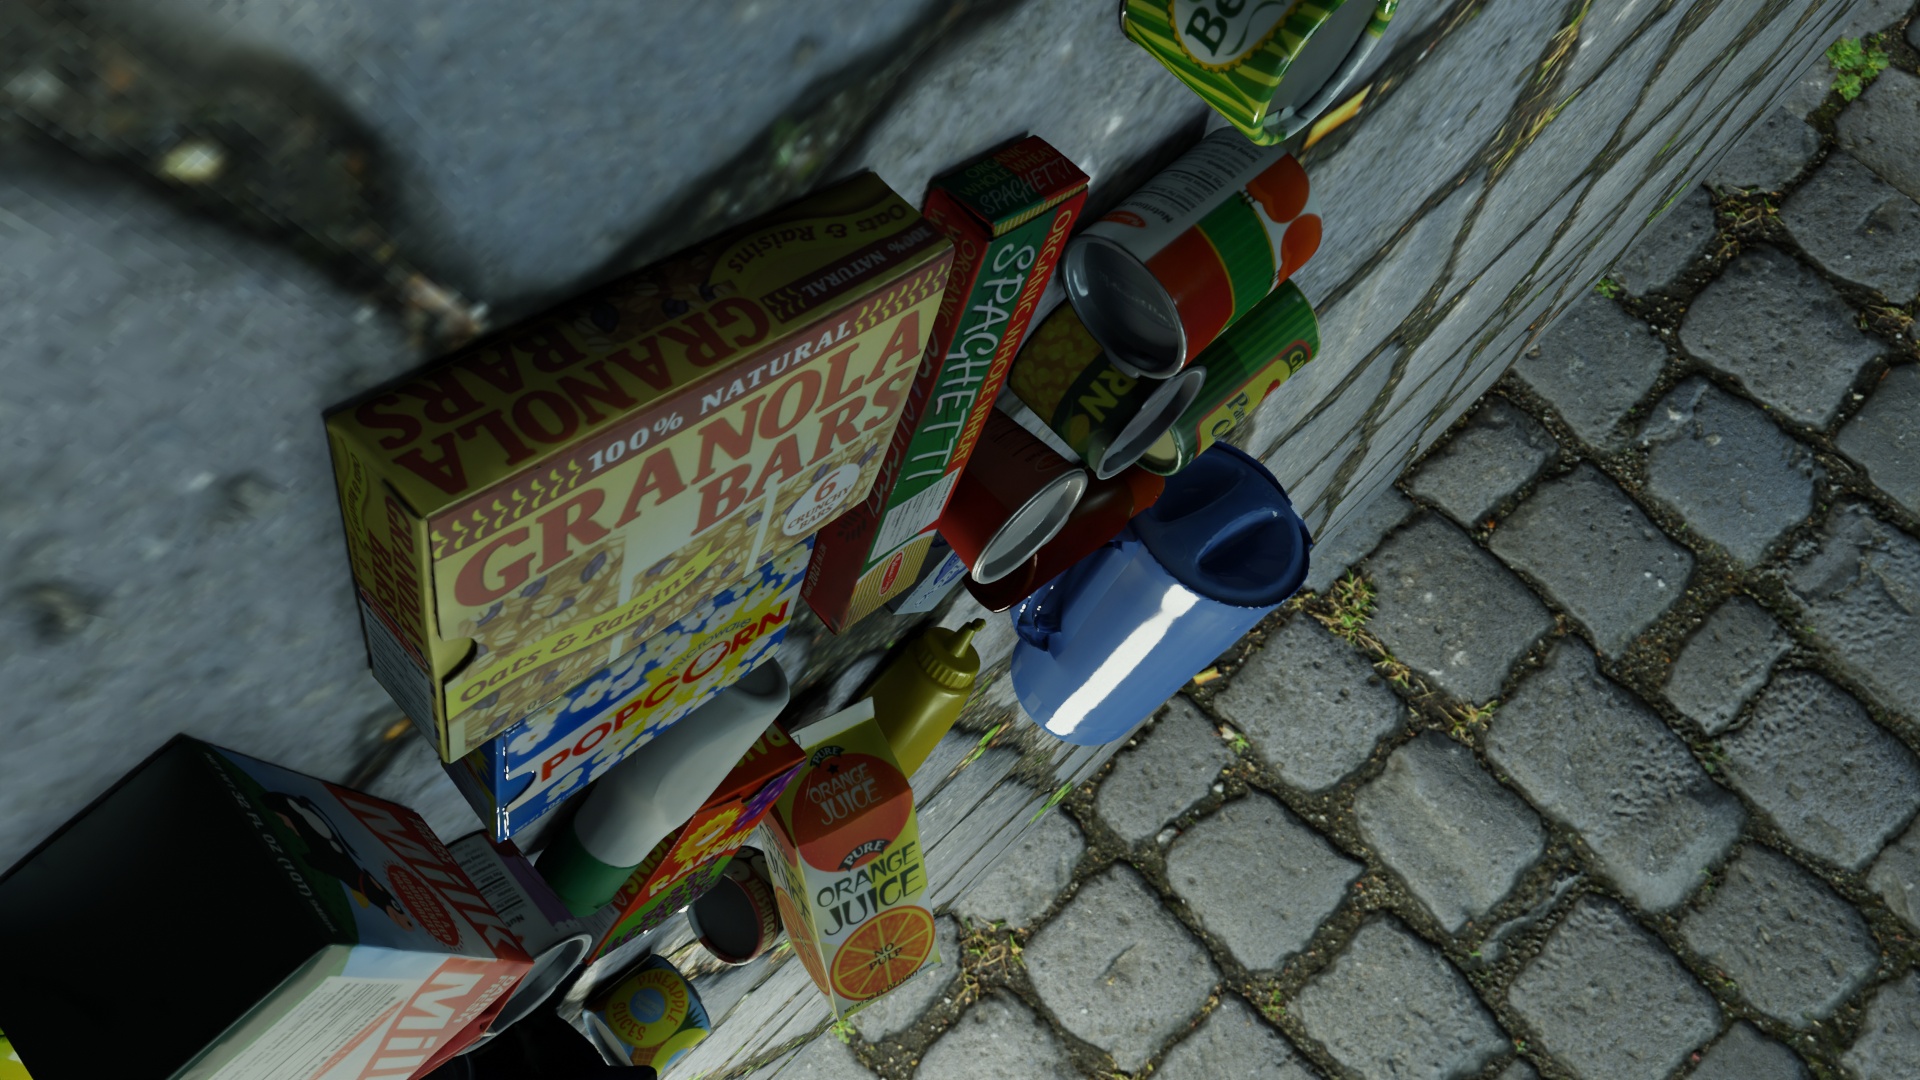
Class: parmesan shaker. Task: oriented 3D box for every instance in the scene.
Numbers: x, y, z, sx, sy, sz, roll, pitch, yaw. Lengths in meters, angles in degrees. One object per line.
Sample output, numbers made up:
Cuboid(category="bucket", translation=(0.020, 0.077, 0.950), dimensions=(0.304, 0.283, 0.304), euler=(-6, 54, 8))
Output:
Cuboid(category="parmesan shaker", translation=(0.123, -0.087, 0.709), dimensions=(0.103, 0.071, 0.071), euler=(-39, 164, -17))

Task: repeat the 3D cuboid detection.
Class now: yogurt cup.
Cuboid(category="yogurt cup", translation=(0.014, -0.023, 0.614), dimensions=(0.072, 0.054, 0.072), euler=(-41, 165, -14))

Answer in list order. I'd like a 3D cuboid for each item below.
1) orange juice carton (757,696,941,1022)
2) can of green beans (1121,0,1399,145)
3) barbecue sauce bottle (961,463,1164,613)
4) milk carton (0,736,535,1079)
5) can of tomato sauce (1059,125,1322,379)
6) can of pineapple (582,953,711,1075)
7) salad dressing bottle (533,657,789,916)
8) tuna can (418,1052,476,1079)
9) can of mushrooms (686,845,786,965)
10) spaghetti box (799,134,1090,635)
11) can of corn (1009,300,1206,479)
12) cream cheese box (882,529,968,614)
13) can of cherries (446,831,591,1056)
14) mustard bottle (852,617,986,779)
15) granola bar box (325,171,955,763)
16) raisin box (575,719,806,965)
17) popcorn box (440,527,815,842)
Cuboid(category="orange juice carton", translation=(-0.067, 0.172, 0.784), dimensions=(0.072, 0.073, 0.191), euler=(-23, 128, -22))
Cuboid(category="can of green beans", translation=(0.093, -0.166, 0.430), dimensions=(0.071, 0.058, 0.071), euler=(-41, 165, -14))
Cuboid(category="barbecue sauce bottle", translation=(0.065, -0.012, 0.799), dimensions=(0.149, 0.044, 0.064), euler=(-31, 160, -44))
Cuboid(category="milk carton", translation=(-0.196, 0.126, 0.424), dimensions=(0.073, 0.072, 0.190), euler=(-42, 164, -11))
Cuboid(category="can of tomato sauce", translation=(0.092, -0.113, 0.550), dimensions=(0.083, 0.071, 0.071), euler=(-40, 164, -19))
Cuboid(category="can of pineapple", translation=(-0.209, 0.319, 0.924), dimensions=(0.058, 0.071, 0.070), euler=(-34, 162, -35))
Cuboid(category="salad dressing bottle", translation=(-0.131, 0.102, 0.591), dimensions=(0.147, 0.044, 0.064), euler=(-49, 166, 22))
Cuboid(category="tuna can", translation=(-0.236, 0.220, 0.573), dimensions=(0.033, 0.071, 0.071), euler=(-44, 165, 1))
Cuboid(category="can of mushrooms", translation=(-0.135, 0.227, 0.861), dimensions=(0.033, 0.071, 0.070), euler=(-19, 151, -55))
Cuboid(category="spaghetti box", translation=(-0.014, -0.045, 0.527), dimensions=(0.050, 0.029, 0.248), euler=(-34, 162, -33))
Cuboid(category="can of corn", translation=(0.064, -0.071, 0.607), dimensions=(0.071, 0.058, 0.071), euler=(-41, 165, -13))
Cuboid(category="cream cheese box", translation=(0.002, -0.009, 0.681), dimensions=(0.103, 0.024, 0.053), euler=(-47, 166, 12))
Cuboid(category="can of cherries", translation=(-0.192, 0.159, 0.552), dimensions=(0.071, 0.058, 0.071), euler=(-42, 165, -14))
Cuboid(category="mustard bottle", translation=(-0.029, 0.098, 0.835), dimensions=(0.065, 0.049, 0.159), euler=(-10, 143, -55))
Cuboid(category="granola bar box", translation=(-0.084, -0.021, 0.389), dimensions=(0.166, 0.039, 0.123), euler=(-35, 162, -33))
Cuboid(category="raisin box", translation=(-0.140, 0.145, 0.688), dimensions=(0.123, 0.040, 0.086), euler=(-53, 162, 27))
Cuboid(category="popcorn box", translation=(-0.113, 0.038, 0.472), dimensions=(0.127, 0.038, 0.084), euler=(-35, 164, -33))
